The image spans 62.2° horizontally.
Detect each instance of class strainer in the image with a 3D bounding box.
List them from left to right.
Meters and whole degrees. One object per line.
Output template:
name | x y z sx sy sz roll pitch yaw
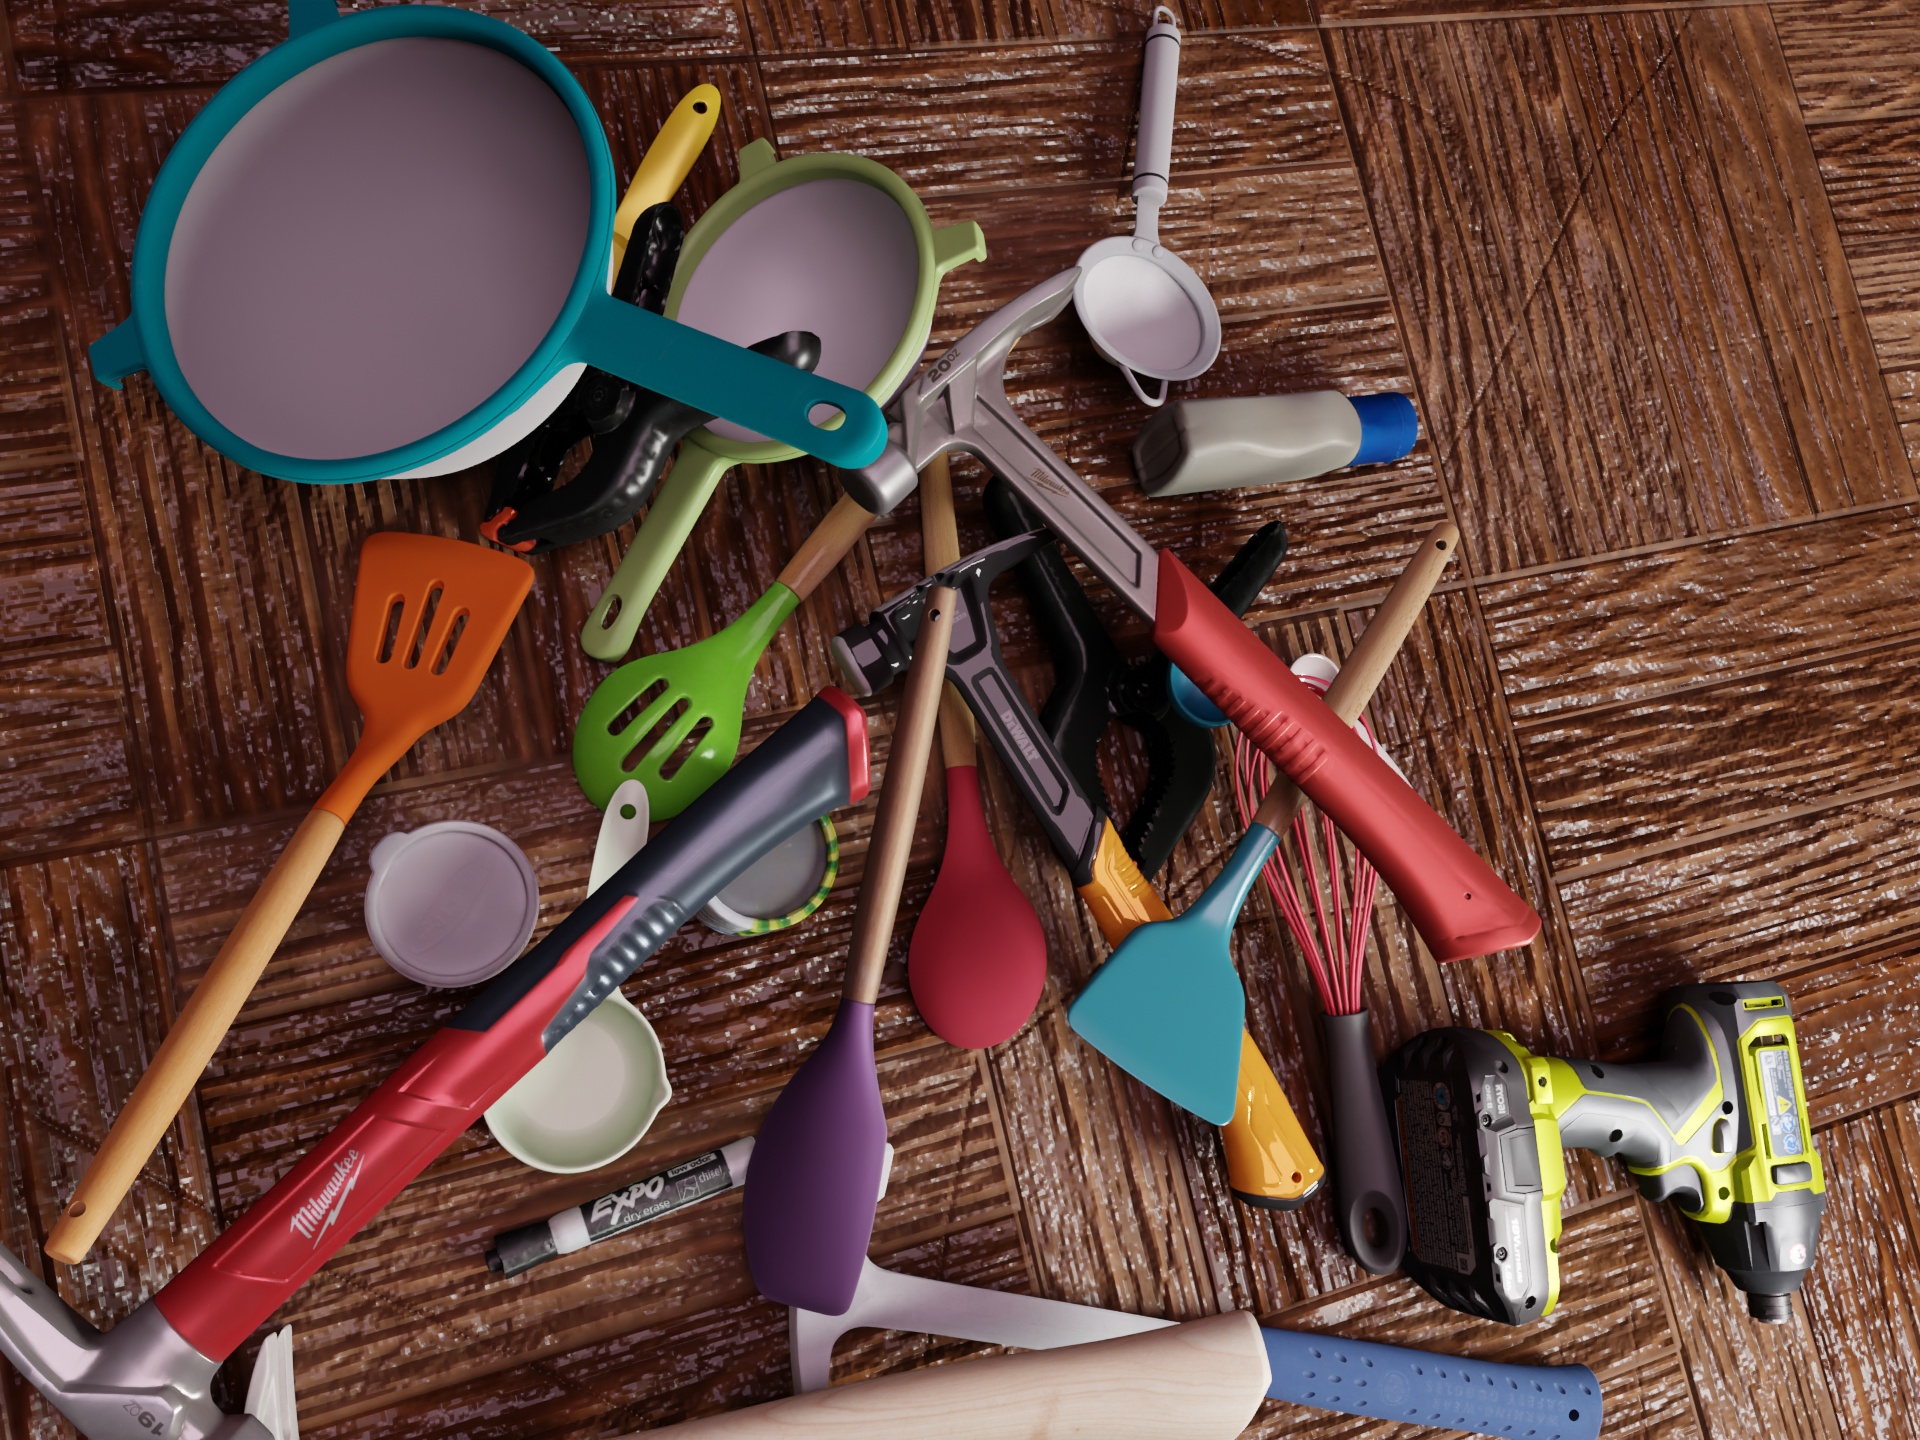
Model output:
strainer | -0.175 -0.162 0.664 0.340 0.095 0.211 23 82 14
strainer | -0.092 -0.134 0.740 0.152 0.069 0.256 31 92 30
strainer | 0.099 -0.270 0.837 0.086 0.050 0.259 14 71 -20

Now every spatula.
spatula | -0.263 0.053 0.623 0.081 0.041 0.323 12 51 6
spatula | -0.041 0.095 0.689 0.060 0.018 0.316 11 86 13
spatula | 0.157 0.029 0.724 0.082 0.044 0.317 34 73 1

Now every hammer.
hammer | -0.191 0.113 0.621 0.386 0.038 0.143 -44 95 -13
hammer | -0.076 0.287 0.649 0.410 0.038 0.146 -8 80 -9
hammer | 0.078 0.075 0.737 0.127 0.034 0.337 -31 93 -13
hammer | 0.116 0.299 0.739 0.405 0.035 0.144 14 76 -14
hammer | 0.120 -0.036 0.704 0.359 0.036 0.149 45 74 5

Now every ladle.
ladle | -0.001 -0.002 0.765 0.069 0.031 0.315 -2 79 -20

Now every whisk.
whisk | 0.185 0.124 0.782 0.073 0.073 0.296 -8 88 -18

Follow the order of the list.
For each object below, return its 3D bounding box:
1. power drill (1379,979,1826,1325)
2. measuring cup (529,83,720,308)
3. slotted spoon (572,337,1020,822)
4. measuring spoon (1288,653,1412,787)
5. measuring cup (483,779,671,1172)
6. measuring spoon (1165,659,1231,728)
power drill | 0.331 0.224 0.798 0.223 0.080 0.171 -1 80 -20
measuring cup | -0.153 -0.248 0.760 0.062 0.029 0.156 29 76 -10
slotted spoon | -0.067 -0.081 0.748 0.070 0.031 0.314 39 74 -2
measuring spoon | 0.207 0.018 0.832 0.034 0.018 0.124 -42 100 -21
measuring cup | -0.160 0.109 0.691 0.083 0.038 0.168 13 75 -14
measuring spoon | 0.093 -0.050 0.769 0.042 0.021 0.129 -27 79 -26
